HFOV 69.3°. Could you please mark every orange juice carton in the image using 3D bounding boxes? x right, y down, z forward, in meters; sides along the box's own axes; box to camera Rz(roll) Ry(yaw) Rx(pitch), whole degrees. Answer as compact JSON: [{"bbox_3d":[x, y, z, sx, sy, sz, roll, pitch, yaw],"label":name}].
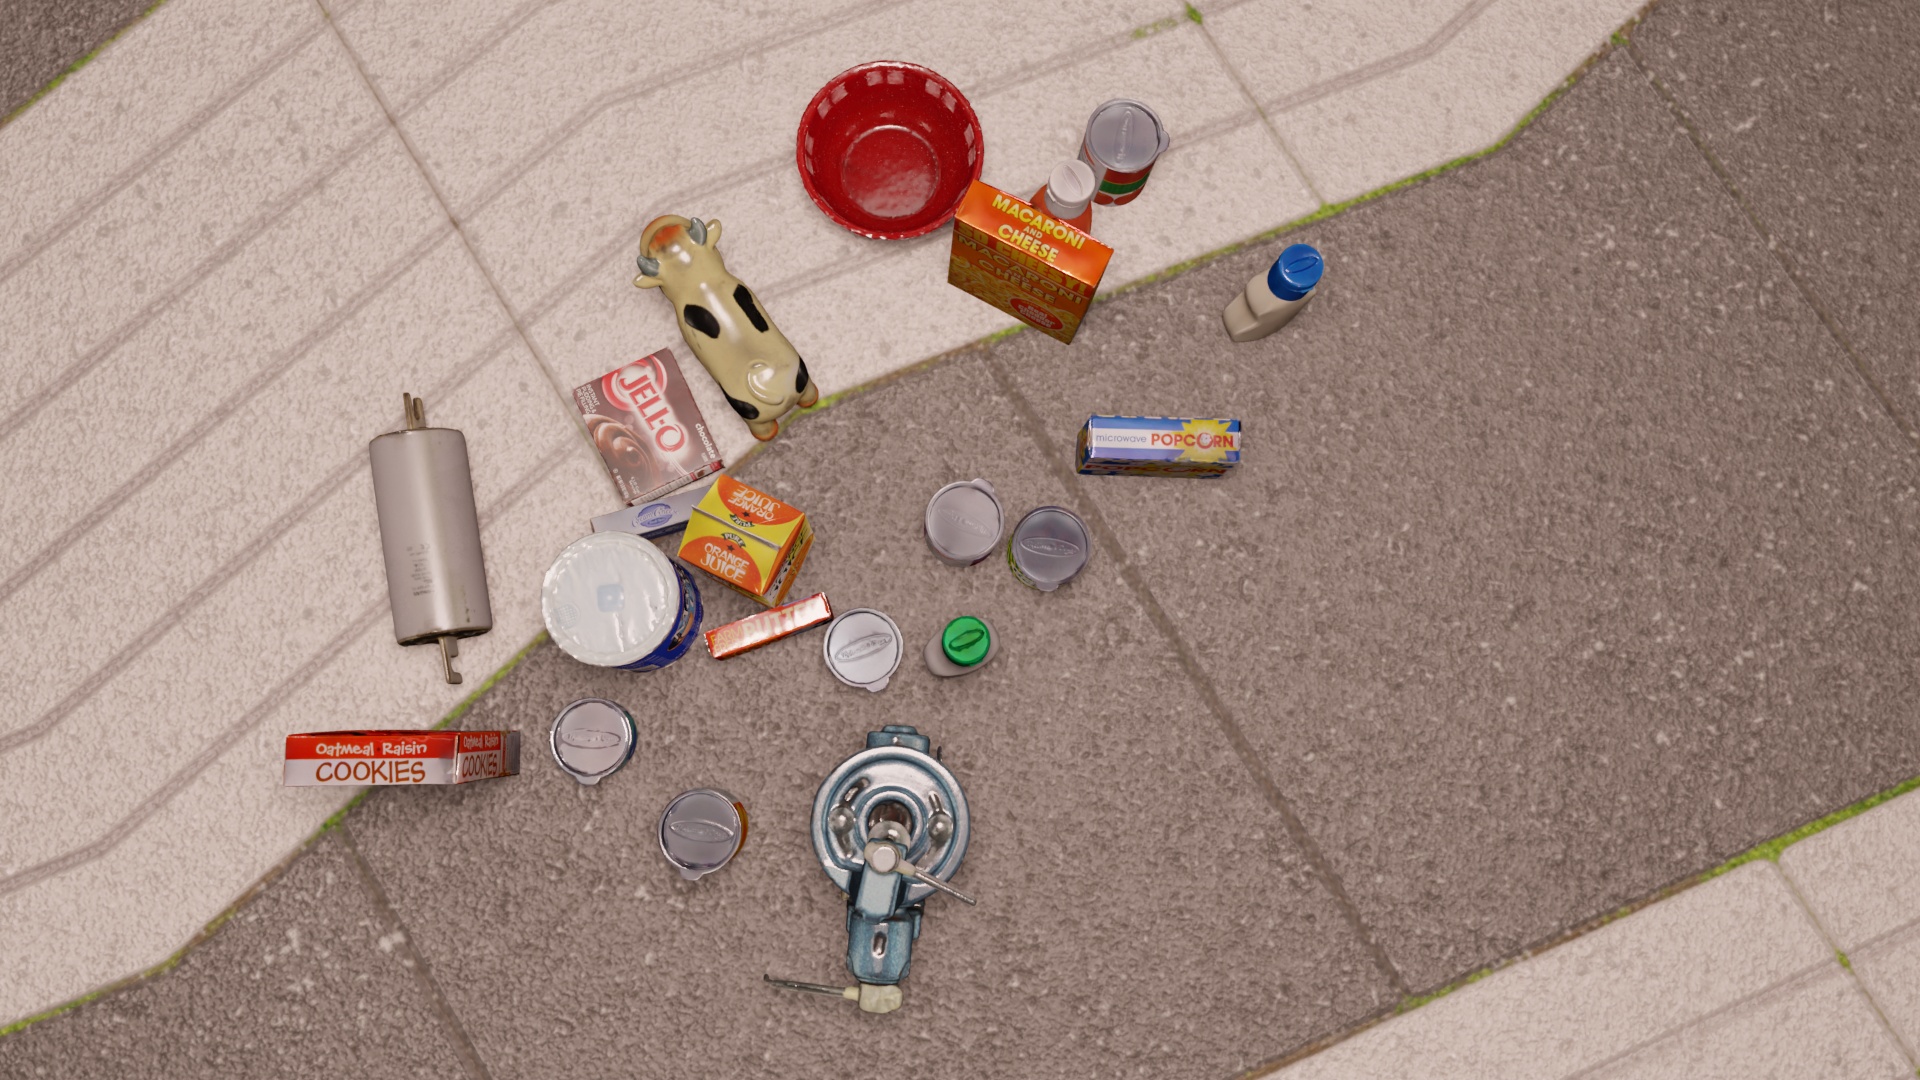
[{"bbox_3d":[-0.166,0.002,1.088,0.072,0.192,0.073,26,82,1],"label":"orange juice carton"}]

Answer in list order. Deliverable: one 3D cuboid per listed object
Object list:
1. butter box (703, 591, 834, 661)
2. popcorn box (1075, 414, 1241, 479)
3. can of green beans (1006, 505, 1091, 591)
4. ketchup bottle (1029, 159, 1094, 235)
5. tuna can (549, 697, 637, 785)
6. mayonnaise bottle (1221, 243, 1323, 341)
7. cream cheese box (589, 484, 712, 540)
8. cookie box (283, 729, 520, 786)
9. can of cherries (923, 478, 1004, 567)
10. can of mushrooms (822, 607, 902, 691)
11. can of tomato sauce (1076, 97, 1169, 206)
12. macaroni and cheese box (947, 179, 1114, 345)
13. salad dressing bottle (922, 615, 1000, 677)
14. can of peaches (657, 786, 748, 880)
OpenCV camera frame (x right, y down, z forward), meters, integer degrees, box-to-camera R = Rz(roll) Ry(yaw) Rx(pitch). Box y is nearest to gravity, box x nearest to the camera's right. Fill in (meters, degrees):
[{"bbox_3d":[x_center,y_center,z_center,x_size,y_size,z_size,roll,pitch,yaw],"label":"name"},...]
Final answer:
[{"bbox_3d":[-0.157,0.072,1.149,0.103,0.053,0.024,-19,84,-5],"label":"butter box"},{"bbox_3d":[0.165,-0.078,1.170,0.127,0.085,0.038,2,82,-2],"label":"popcorn box"},{"bbox_3d":[0.073,0.008,1.167,0.071,0.057,0.071,0,82,-3],"label":"can of green beans"},{"bbox_3d":[0.084,-0.272,1.162,0.043,0.148,0.065,-30,85,-6],"label":"ketchup bottle"},{"bbox_3d":[-0.300,0.165,1.139,0.071,0.033,0.071,0,82,-3],"label":"tuna can"},{"bbox_3d":[0.265,-0.207,1.161,0.065,0.148,0.041,-21,84,-5],"label":"mayonnaise bottle"},{"bbox_3d":[-0.251,-0.018,1.158,0.104,0.053,0.024,-16,83,-5],"label":"cream cheese box"},{"bbox_3d":[-0.422,0.165,1.066,0.123,0.167,0.040,-1,83,-3],"label":"cookie box"},{"bbox_3d":[0.004,-0.015,1.166,0.071,0.058,0.071,0,82,-3],"label":"can of cherries"},{"bbox_3d":[-0.080,0.092,1.160,0.071,0.033,0.071,0,82,-3],"label":"can of mushrooms"},{"bbox_3d":[0.139,-0.336,1.207,0.071,0.083,0.071,0,82,-3],"label":"can of tomato sauce"},{"bbox_3d":[0.053,-0.226,1.145,0.124,0.166,0.040,27,82,1],"label":"macaroni and cheese box"},{"bbox_3d":[0.002,0.084,1.107,0.064,0.147,0.044,-23,84,-5],"label":"salad dressing bottle"},{"bbox_3d":[-0.207,0.235,1.121,0.071,0.058,0.071,0,82,-3],"label":"can of peaches"}]
